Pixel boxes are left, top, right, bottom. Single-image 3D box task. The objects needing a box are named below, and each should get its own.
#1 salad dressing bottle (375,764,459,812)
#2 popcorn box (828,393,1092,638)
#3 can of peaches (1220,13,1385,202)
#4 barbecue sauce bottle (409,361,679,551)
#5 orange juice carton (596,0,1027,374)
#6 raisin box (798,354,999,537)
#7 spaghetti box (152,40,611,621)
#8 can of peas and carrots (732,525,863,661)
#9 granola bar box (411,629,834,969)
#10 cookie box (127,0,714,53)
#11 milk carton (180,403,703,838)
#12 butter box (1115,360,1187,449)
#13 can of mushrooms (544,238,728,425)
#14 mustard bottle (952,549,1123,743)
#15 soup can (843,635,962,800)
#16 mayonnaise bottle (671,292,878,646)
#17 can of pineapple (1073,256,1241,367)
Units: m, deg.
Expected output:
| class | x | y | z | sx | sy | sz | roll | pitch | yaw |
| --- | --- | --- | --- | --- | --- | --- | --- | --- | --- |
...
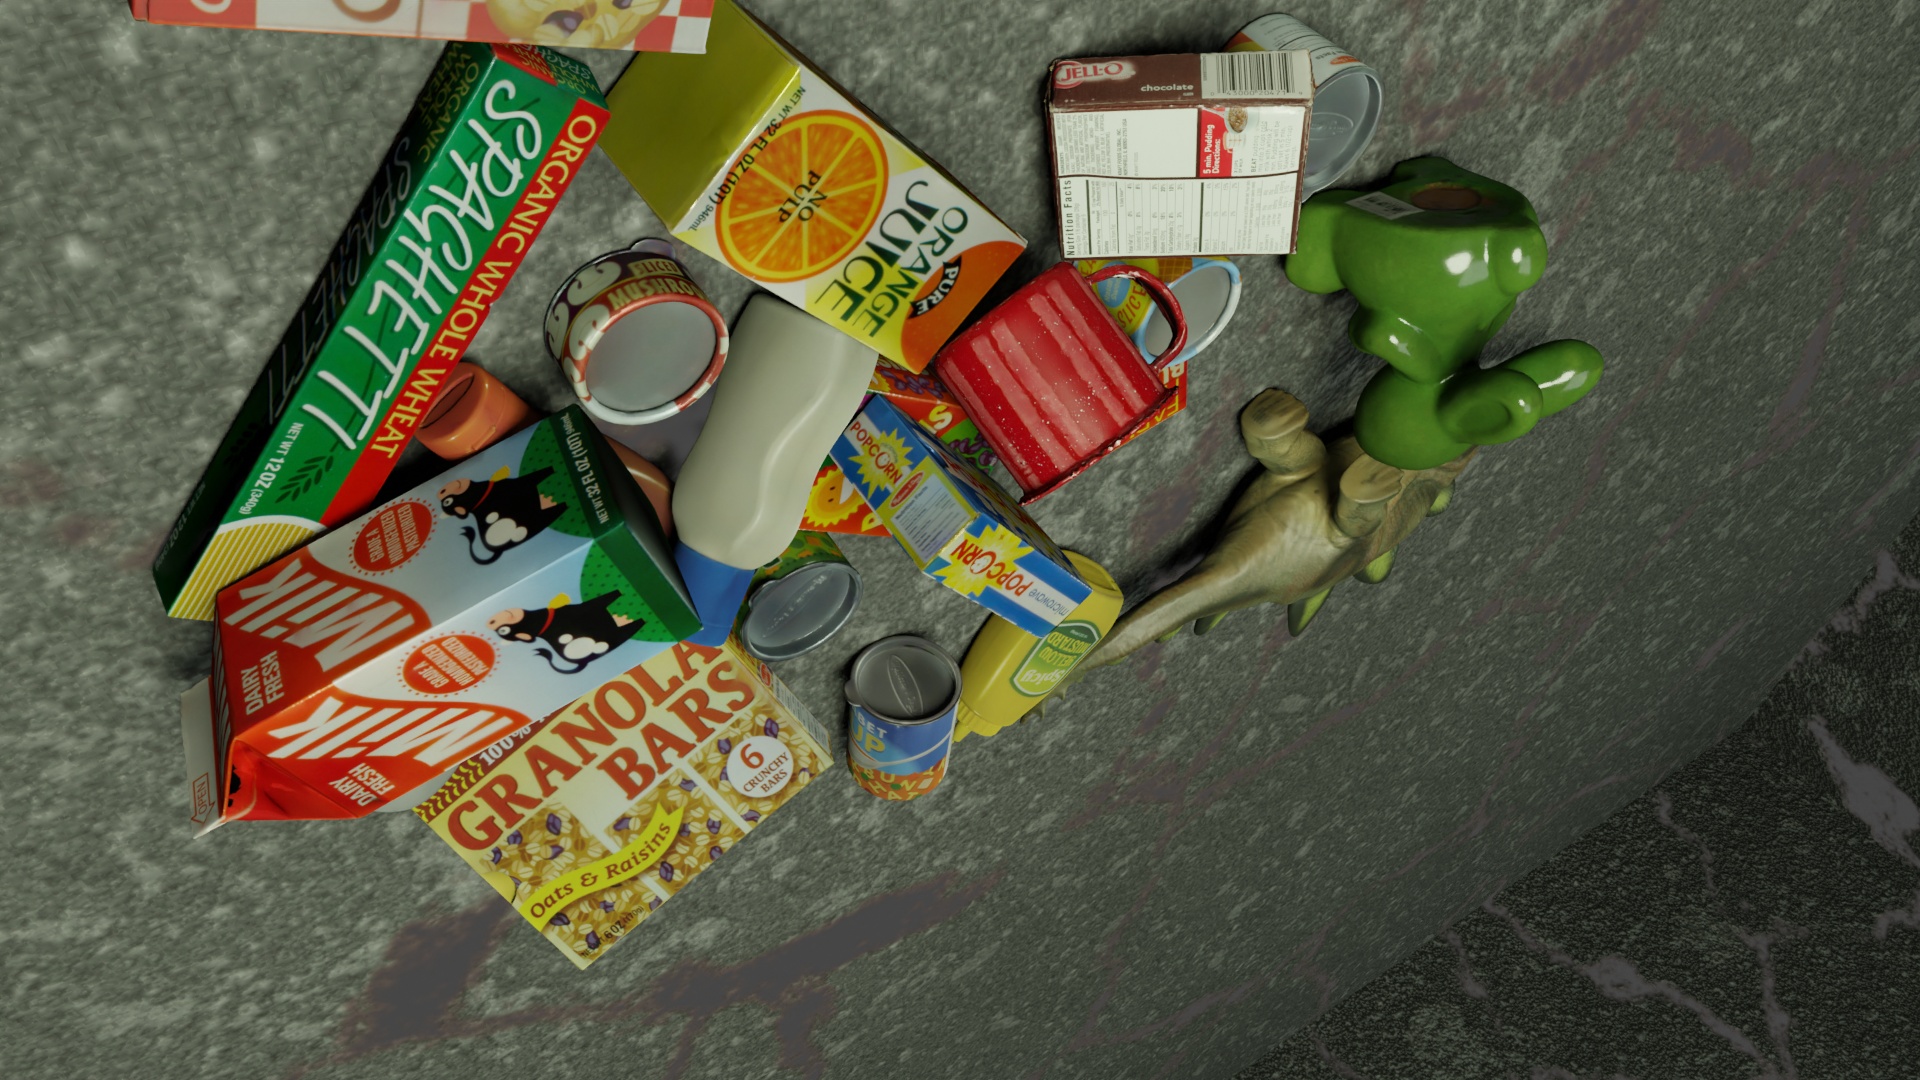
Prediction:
| class | x | y | z | sx | sy | sz | roll | pitch | yaw |
| --- | --- | --- | --- | --- | --- | --- | --- | --- | --- |
| salad dressing bottle | -0.235 | 0.053 | 0.604 | 0.064 | 0.044 | 0.147 | 2 | 127 | -39 |
| popcorn box | 0.002 | -0.008 | 0.652 | 0.038 | 0.085 | 0.126 | -44 | 148 | 8 |
| can of peaches | 0.157 | -0.207 | 0.666 | 0.071 | 0.058 | 0.071 | -27 | 146 | -20 |
| barbecue sauce bottle | -0.166 | -0.021 | 0.583 | 0.065 | 0.044 | 0.148 | -46 | 147 | -4 |
| orange juice carton | -0.043 | -0.129 | 0.548 | 0.071 | 0.073 | 0.192 | -49 | 147 | 13 |
| raisin box | -0.038 | -0.046 | 0.684 | 0.123 | 0.040 | 0.085 | 4 | 128 | -49 |
| spaghetti box | -0.211 | -0.068 | 0.496 | 0.249 | 0.029 | 0.050 | -51 | 146 | 18 |
| can of peas and carrots | -0.092 | 0.016 | 0.687 | 0.071 | 0.059 | 0.070 | -25 | 144 | -20 |
| granola bar box | -0.165 | 0.113 | 0.685 | 0.165 | 0.039 | 0.124 | -40 | 106 | 0 |
| cookie box | -0.142 | -0.205 | 0.388 | 0.168 | 0.040 | 0.122 | -11 | 138 | -36 |
| milk carton | -0.203 | 0.037 | 0.519 | 0.191 | 0.072 | 0.073 | -28 | 142 | -4 |
| butter box | 0.080 | -0.073 | 0.782 | 0.104 | 0.024 | 0.053 | -31 | 147 | -12 |
| can of mushrooms | -0.128 | -0.082 | 0.556 | 0.071 | 0.033 | 0.070 | -25 | 145 | -20 |
| mustard bottle | 0.037 | 0.079 | 0.896 | 0.065 | 0.049 | 0.159 | 20 | 116 | -40 |
| soup can | -0.038 | 0.110 | 0.847 | 0.071 | 0.071 | 0.083 | -21 | 143 | -26 |
| mayonnaise bottle | -0.090 | -0.028 | 0.597 | 0.041 | 0.065 | 0.148 | 15 | 101 | -57 |
| can of pineapple | 0.097 | -0.130 | 0.700 | 0.071 | 0.058 | 0.070 | -26 | 145 | -20 |
